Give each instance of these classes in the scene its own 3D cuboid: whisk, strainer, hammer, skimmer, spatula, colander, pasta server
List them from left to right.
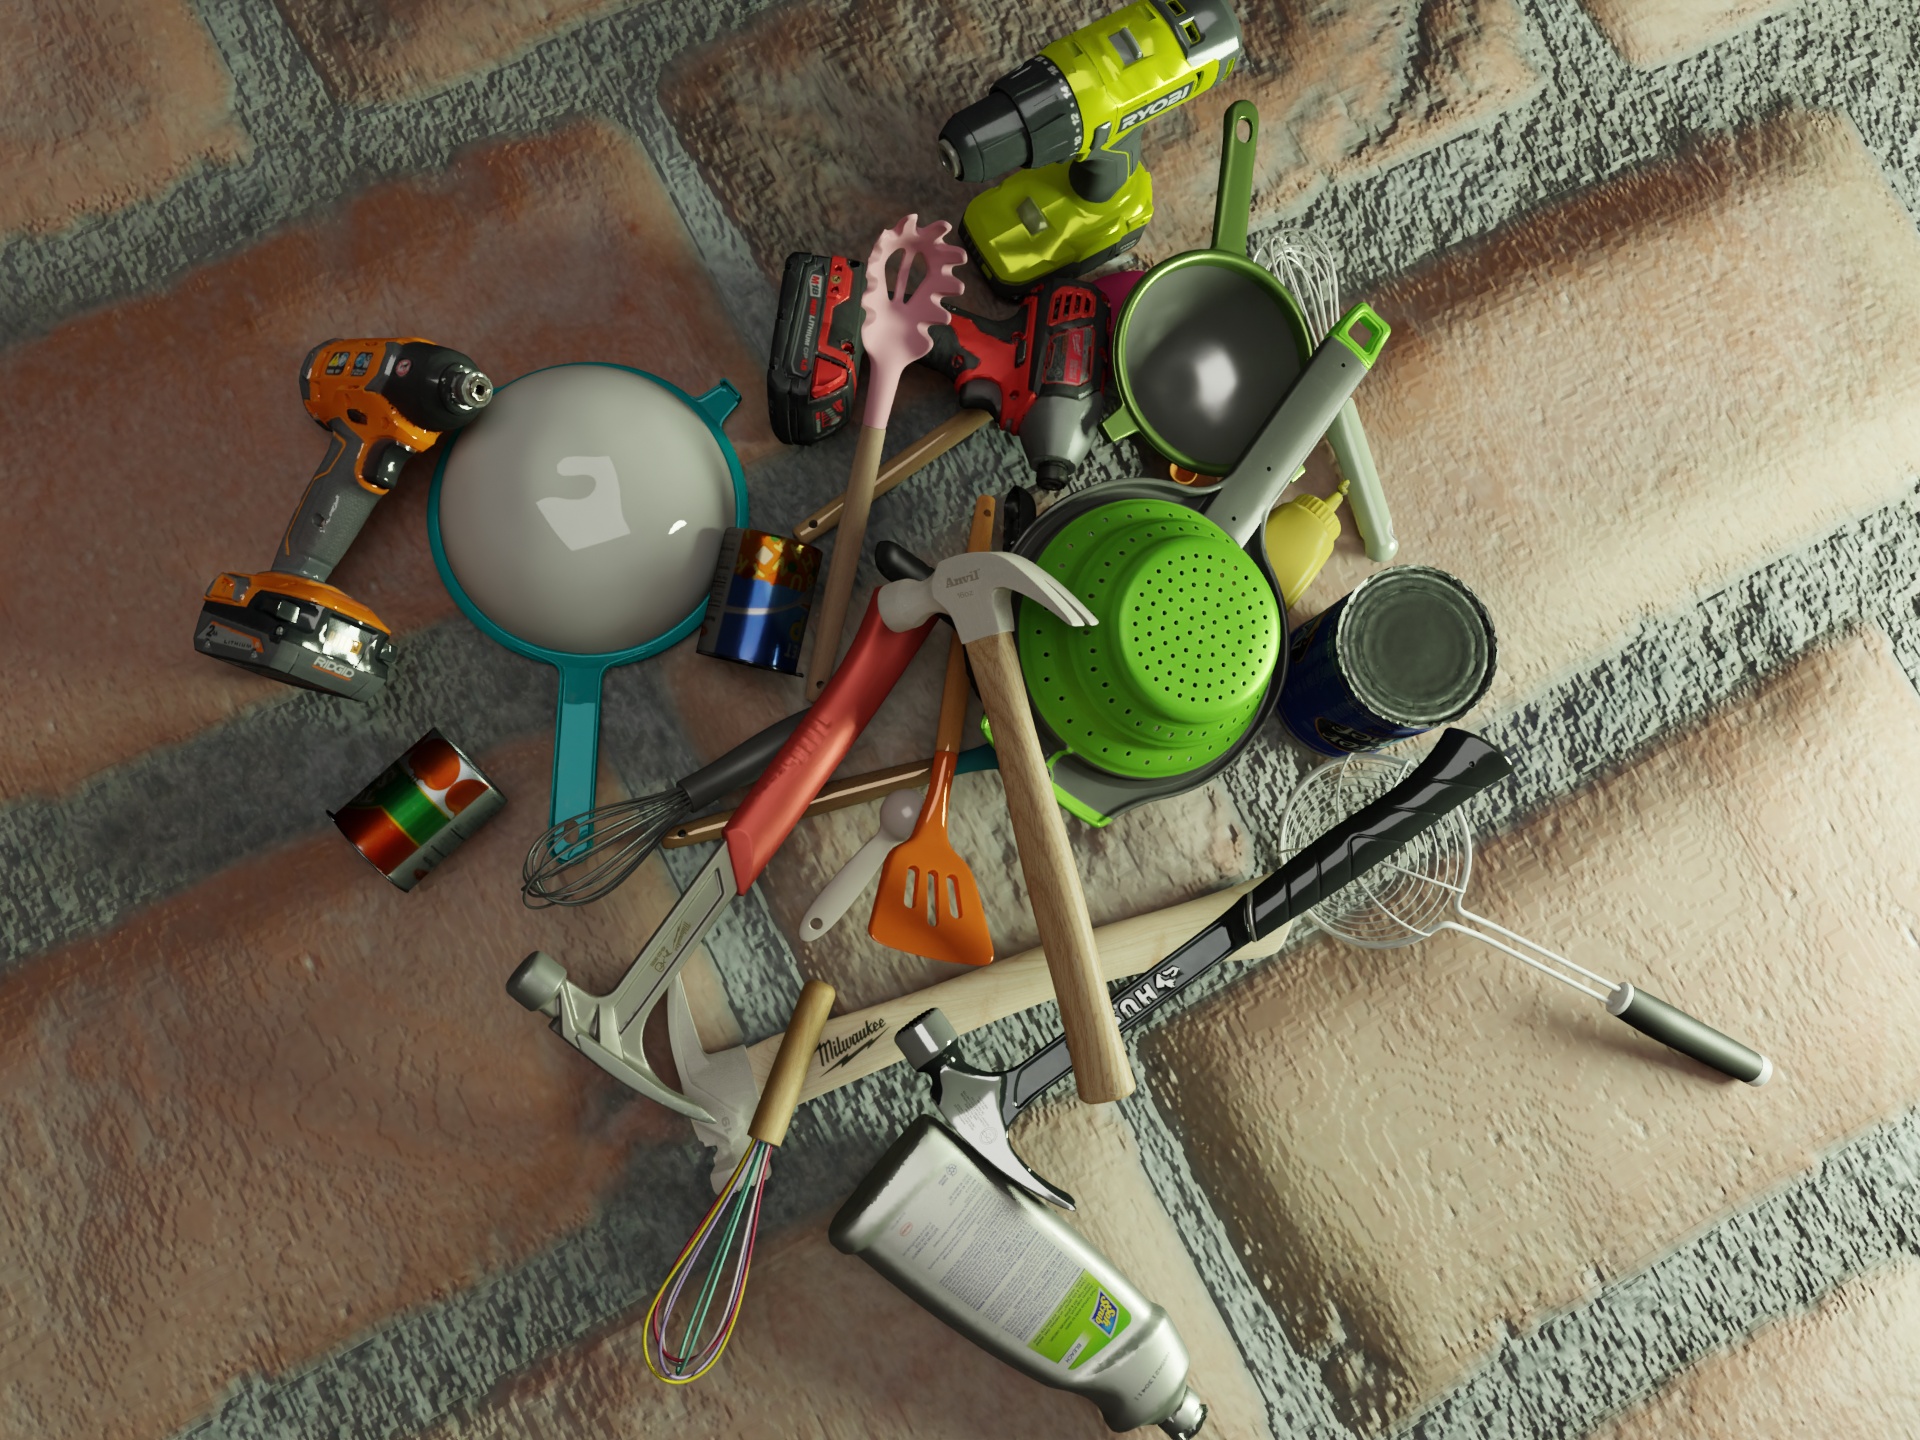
[{"bbox_3d":[-0.244,-0.082,1.009,0.211,0.095,0.340,2,79,-5],"label":"strainer"},{"bbox_3d":[-0.172,0.050,1.008,0.239,0.055,0.055,-31,85,-23],"label":"whisk"},{"bbox_3d":[-0.129,0.271,0.949,0.047,0.051,0.245,19,74,5],"label":"whisk"},{"bbox_3d":[-0.113,0.064,0.988,0.149,0.037,0.359,40,72,-16],"label":"hammer"},{"bbox_3d":[-0.059,-0.157,0.999,0.060,0.040,0.316,8,109,-17],"label":"pasta server"},{"bbox_3d":[-0.041,0.034,1.036,0.317,0.044,0.082,-15,74,-7],"label":"spatula"},{"bbox_3d":[-0.002,-0.003,1.013,0.081,0.041,0.323,15,69,-17],"label":"spatula"},{"bbox_3d":[0.019,0.166,1.025,0.410,0.038,0.146,-17,81,-9],"label":"hammer"},{"bbox_3d":[0.048,0.061,0.936,0.130,0.031,0.331,-16,88,35],"label":"hammer"},{"bbox_3d":[0.166,-0.287,1.078,0.151,0.069,0.256,9,85,-19],"label":"strainer"},{"bbox_3d":[0.166,0.137,0.975,0.409,0.036,0.149,-35,86,-1],"label":"hammer"},{"bbox_3d":[0.173,-0.116,0.988,0.204,0.094,0.397,39,77,-13],"label":"colander"},{"bbox_3d":[0.259,-0.228,1.113,0.059,0.057,0.246,-19,85,26],"label":"whisk"},{"bbox_3d":[0.381,0.144,1.060,0.363,0.090,0.127,27,110,-12],"label":"skimmer"}]

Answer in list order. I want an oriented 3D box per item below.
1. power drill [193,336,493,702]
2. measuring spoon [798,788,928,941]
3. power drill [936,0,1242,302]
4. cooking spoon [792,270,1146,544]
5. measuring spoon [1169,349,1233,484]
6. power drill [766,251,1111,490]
[{"bbox_3d":[-0.371,-0.131,0.979,0.164,0.084,0.226,10,77,39],"label":"power drill"},{"bbox_3d":[-0.063,0.096,1.020,0.034,0.018,0.124,38,96,-11],"label":"measuring spoon"},{"bbox_3d":[0.065,-0.359,1.017,0.190,0.228,0.080,-30,85,-10],"label":"power drill"},{"bbox_3d":[0.017,-0.214,1.096,0.319,0.017,0.069,-36,84,-10],"label":"cooking spoon"},{"bbox_3d":[0.170,-0.217,1.117,0.021,0.011,0.117,20,76,-1],"label":"measuring spoon"},{"bbox_3d":[-0.012,-0.229,1.053,0.219,0.078,0.143,7,73,-1],"label":"power drill"}]
